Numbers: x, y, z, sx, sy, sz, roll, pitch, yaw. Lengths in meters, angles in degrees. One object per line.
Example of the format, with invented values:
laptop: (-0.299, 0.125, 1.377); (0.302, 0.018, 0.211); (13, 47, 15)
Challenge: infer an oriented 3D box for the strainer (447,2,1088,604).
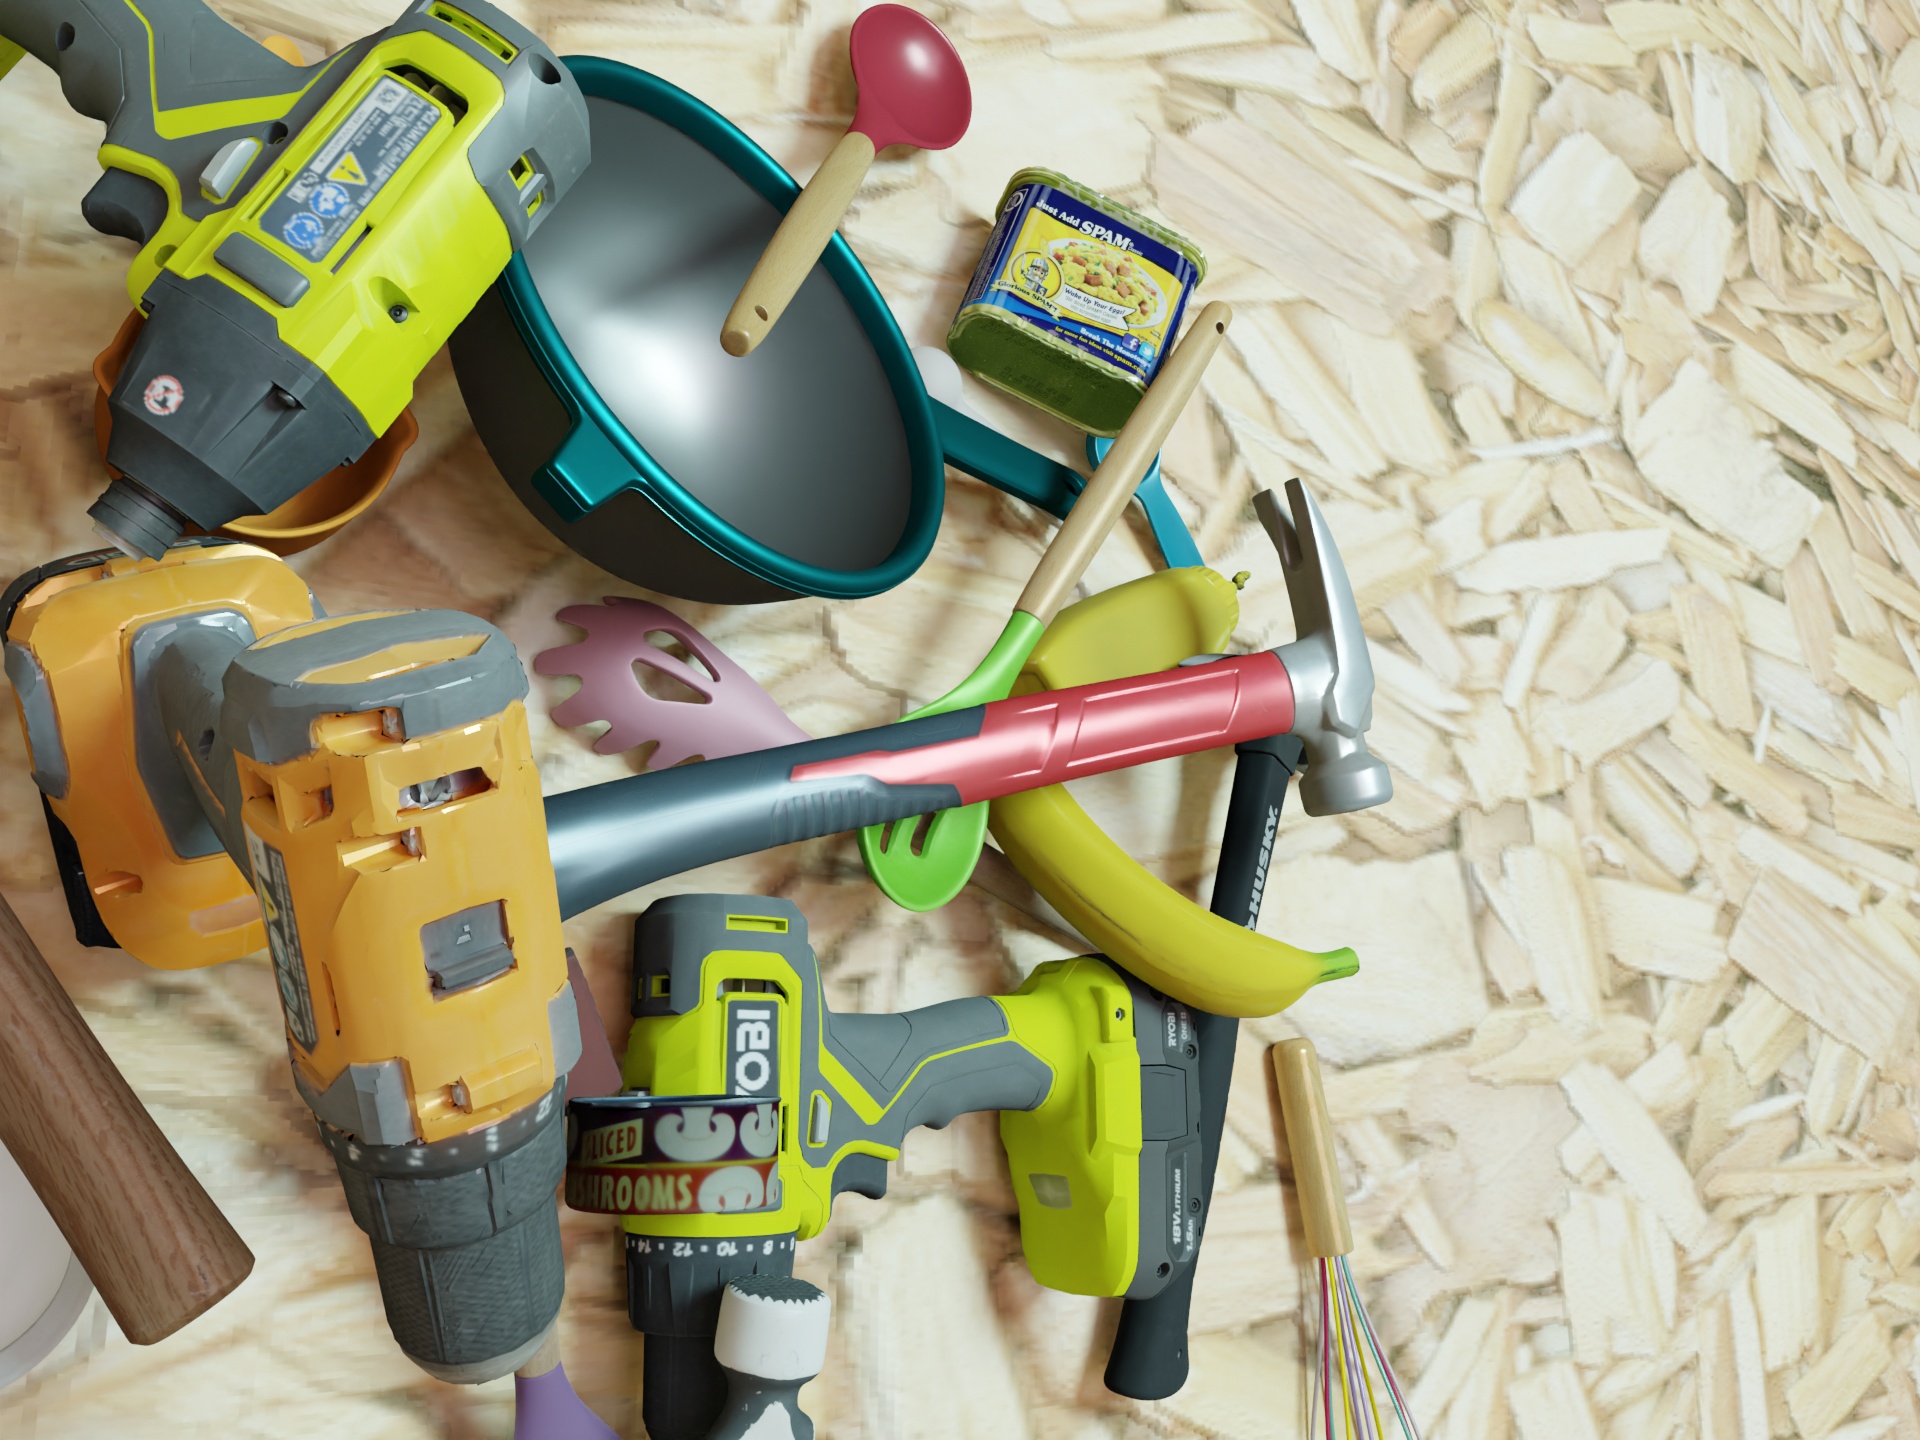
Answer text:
strainer: (-0.070, -0.111, 0.622); (0.340, 0.095, 0.211); (14, 54, -52)

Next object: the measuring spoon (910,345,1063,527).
measuring spoon: (0.020, -0.127, 0.729); (0.124, 0.018, 0.034); (38, 60, -25)

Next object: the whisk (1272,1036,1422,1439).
whisk: (0.179, 0.273, 0.747); (0.047, 0.051, 0.245); (-3, 79, -31)

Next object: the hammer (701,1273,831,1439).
hammer: (-0.227, 0.220, 0.411); (0.408, 0.036, 0.149); (12, 83, -30)

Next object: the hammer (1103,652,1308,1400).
hammer: (0.113, 0.127, 0.712); (0.146, 0.035, 0.335); (38, 62, -53)

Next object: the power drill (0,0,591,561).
power drill: (-0.239, -0.159, 0.434); (0.223, 0.080, 0.171); (33, 78, 7)

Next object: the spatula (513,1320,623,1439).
spatula: (-0.134, 0.178, 0.498); (0.059, 0.018, 0.315); (-18, 109, -39)

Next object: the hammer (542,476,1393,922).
hammer: (-0.001, -0.002, 0.590); (0.386, 0.038, 0.143); (-11, 86, -29)

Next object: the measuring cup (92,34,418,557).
measuring cup: (-0.233, -0.137, 0.523); (0.095, 0.052, 0.174); (6, 75, -36)

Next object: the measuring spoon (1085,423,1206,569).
measuring spoon: (0.095, -0.097, 0.783); (0.042, 0.021, 0.128); (-41, 114, -27)

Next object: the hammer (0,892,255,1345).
hammer: (-0.280, 0.010, 0.397); (0.130, 0.031, 0.331); (-32, 94, 6)

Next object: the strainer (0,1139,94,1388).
strainer: (-0.295, 0.203, 0.412); (0.086, 0.050, 0.258); (20, 74, -13)

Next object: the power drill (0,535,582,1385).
power drill: (-0.171, 0.050, 0.416); (0.084, 0.226, 0.185); (-19, 115, -38)

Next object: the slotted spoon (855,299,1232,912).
slotted spoon: (0.041, -0.060, 0.661); (0.070, 0.031, 0.314); (46, 65, -34)

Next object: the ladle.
ladle: (-0.045, -0.216, 0.627); (0.069, 0.031, 0.316); (44, 34, -21)

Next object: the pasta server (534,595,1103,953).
pasta server: (-0.028, 0.040, 0.654); (0.316, 0.040, 0.060); (33, 62, -31)

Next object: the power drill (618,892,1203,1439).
power drill: (-0.020, 0.168, 0.601); (0.228, 0.080, 0.191); (8, 75, -32)
